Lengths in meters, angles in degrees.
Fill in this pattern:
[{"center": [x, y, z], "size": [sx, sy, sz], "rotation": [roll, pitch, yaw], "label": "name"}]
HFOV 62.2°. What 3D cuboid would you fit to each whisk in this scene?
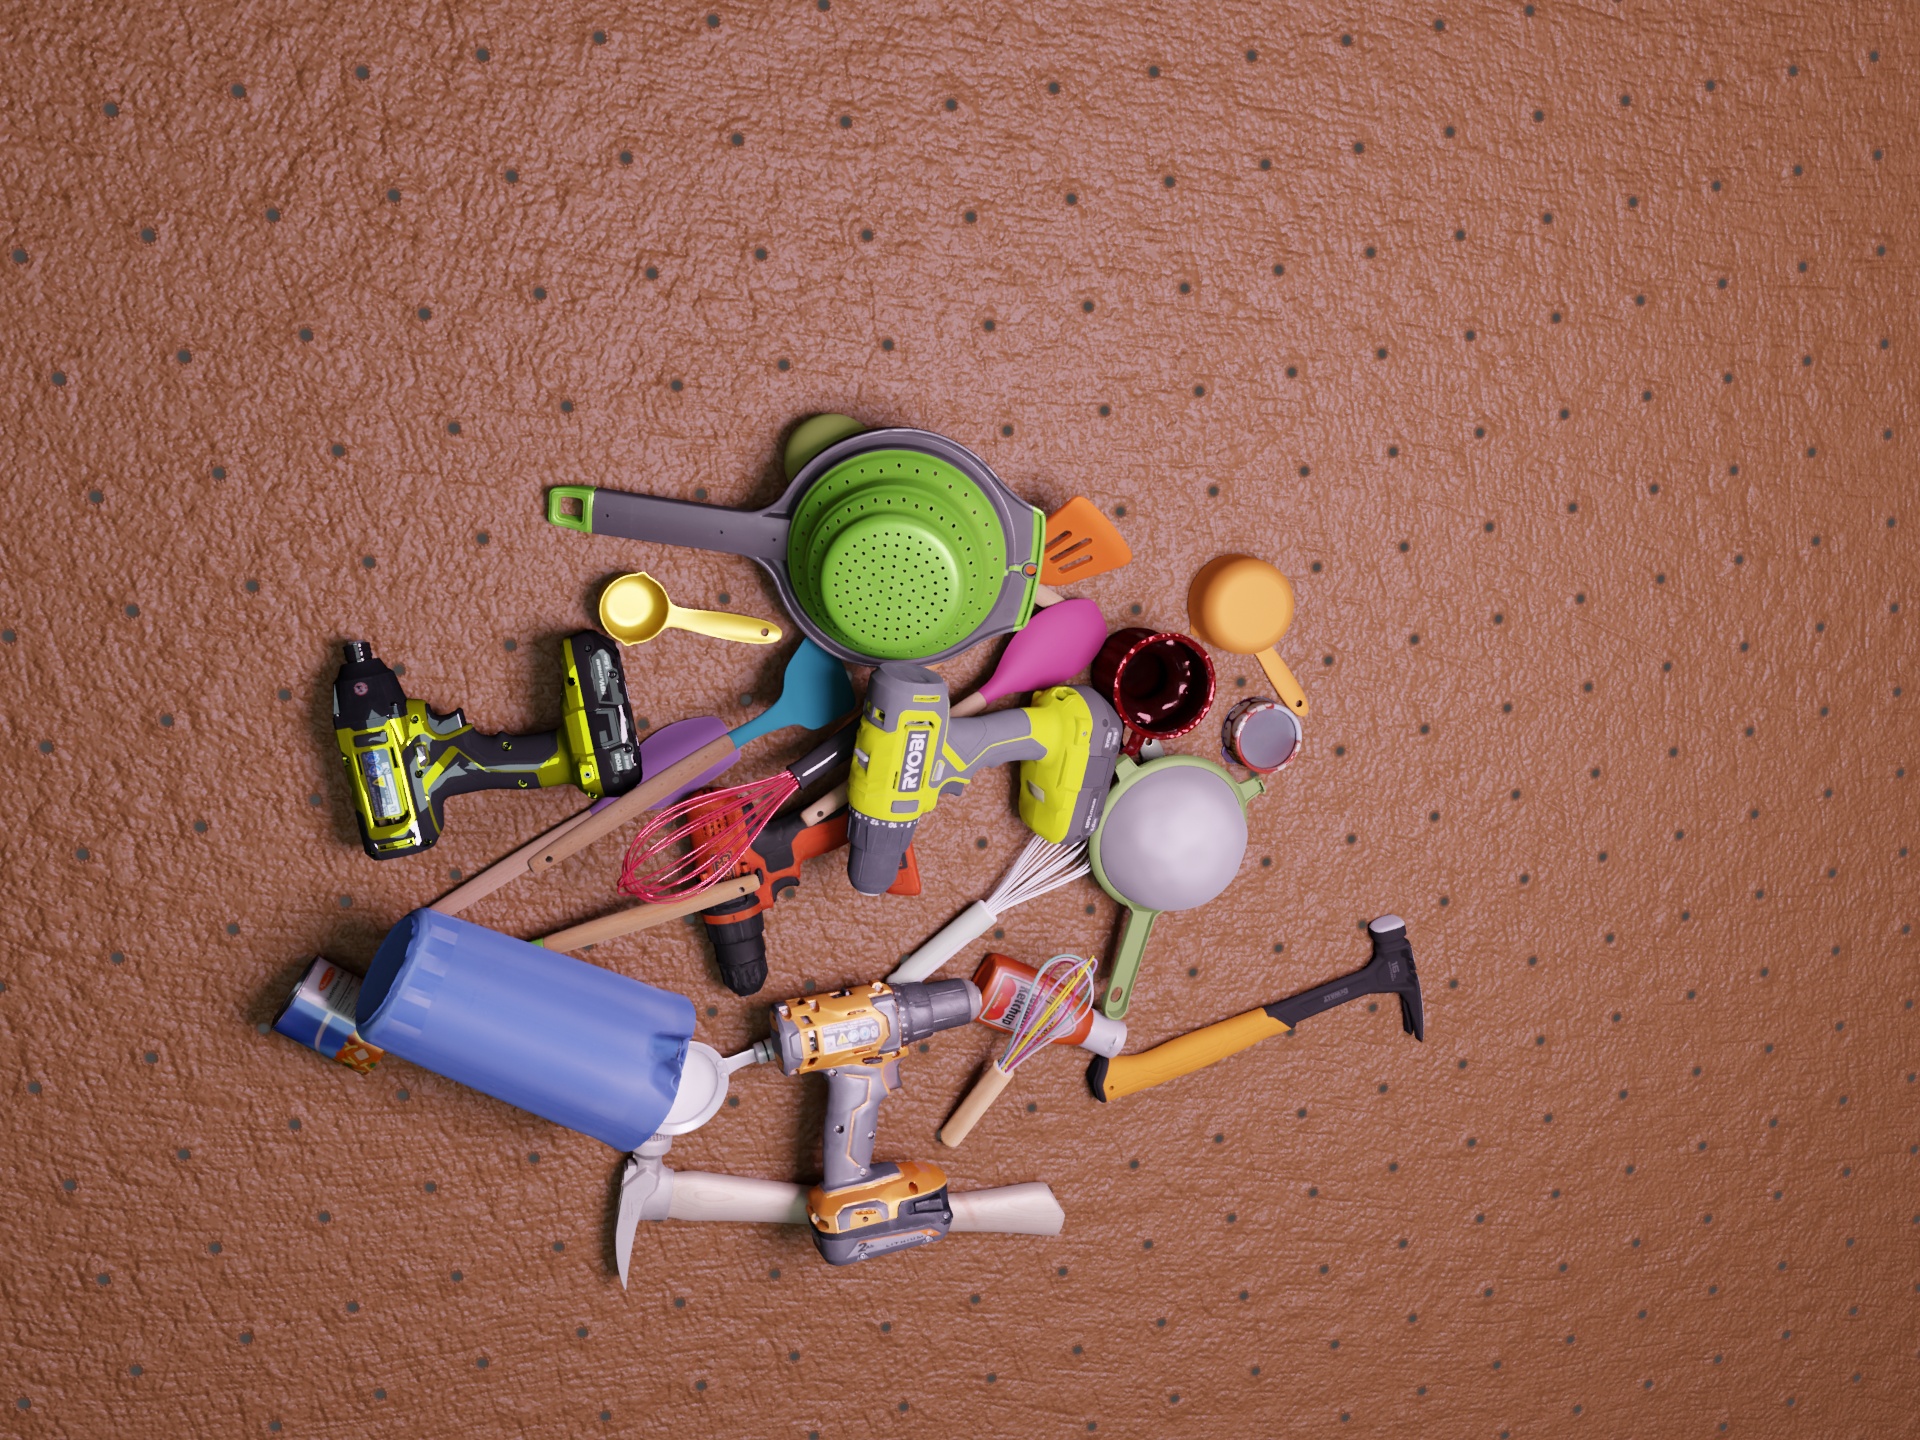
[{"center": [-0.151, 0.057, 1.290], "size": [0.296, 0.073, 0.073], "rotation": [-34, 108, -17], "label": "whisk"}, {"center": [0.048, 0.294, 1.410], "size": [0.051, 0.047, 0.245], "rotation": [25, 116, -20], "label": "whisk"}, {"center": [0.031, 0.165, 1.414], "size": [0.246, 0.057, 0.059], "rotation": [-40, 78, 1], "label": "whisk"}]

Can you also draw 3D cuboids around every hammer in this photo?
[{"center": [-0.105, 0.451, 1.444], "size": [0.410, 0.038, 0.146], "rotation": [8, 101, -16], "label": "hammer"}, {"center": [0.282, 0.297, 1.511], "size": [0.337, 0.034, 0.127], "rotation": [-18, 104, -10], "label": "hammer"}]

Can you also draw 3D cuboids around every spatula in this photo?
[{"center": [-0.328, 0.092, 1.322], "size": [0.316, 0.018, 0.059], "rotation": [-33, 105, -7], "label": "spatula"}, {"center": [-0.002, -0.065, 1.338], "size": [0.322, 0.041, 0.081], "rotation": [-41, 121, 6], "label": "spatula"}, {"center": [-0.209, 0.031, 1.270], "size": [0.317, 0.044, 0.082], "rotation": [-34, 114, -25], "label": "spatula"}]

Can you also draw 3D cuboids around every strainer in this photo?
[{"center": [0.178, 0.159, 1.393], "size": [0.151, 0.069, 0.256], "rotation": [10, 106, -21], "label": "strainer"}, {"center": [-0.182, 0.293, 1.390], "size": [0.258, 0.050, 0.086], "rotation": [-18, 111, -16], "label": "strainer"}]

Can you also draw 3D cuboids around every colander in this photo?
[{"center": [-0.132, -0.131, 1.243], "size": [0.397, 0.095, 0.204], "rotation": [8, 114, -2], "label": "colander"}]

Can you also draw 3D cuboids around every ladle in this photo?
[{"center": [-0.009, -0.155, 1.345], "size": [0.320, 0.062, 0.078], "rotation": [30, 93, -25], "label": "ladle"}]

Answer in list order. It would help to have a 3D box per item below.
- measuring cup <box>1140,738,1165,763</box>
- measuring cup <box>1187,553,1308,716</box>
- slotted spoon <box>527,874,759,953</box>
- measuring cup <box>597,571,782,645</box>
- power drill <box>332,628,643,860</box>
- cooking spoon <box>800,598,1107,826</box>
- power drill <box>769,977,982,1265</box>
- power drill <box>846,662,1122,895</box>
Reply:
[{"center": [0.200, 0.083, 1.441], "size": [0.083, 0.038, 0.167], "rotation": [-26, 109, -8], "label": "measuring cup"}, {"center": [0.275, -0.069, 1.421], "size": [0.095, 0.052, 0.173], "rotation": [-37, 106, -4], "label": "measuring cup"}, {"center": [-0.317, 0.177, 1.307], "size": [0.314, 0.031, 0.070], "rotation": [-17, 114, 0], "label": "slotted spoon"}, {"center": [-0.224, -0.086, 1.313], "size": [0.156, 0.029, 0.062], "rotation": [10, 101, -28], "label": "measuring cup"}, {"center": [-0.376, 0.005, 1.261], "size": [0.223, 0.080, 0.171], "rotation": [-12, 98, -9], "label": "power drill"}, {"center": [-0.002, -0.004, 1.346], "size": [0.319, 0.017, 0.068], "rotation": [-35, 116, -15], "label": "cooking spoon"}, {"center": [-0.061, 0.336, 1.380], "size": [0.185, 0.084, 0.226], "rotation": [-9, 96, -17], "label": "power drill"}, {"center": [0.010, 0.050, 1.320], "size": [0.228, 0.080, 0.190], "rotation": [-1, 112, -32], "label": "power drill"}]
